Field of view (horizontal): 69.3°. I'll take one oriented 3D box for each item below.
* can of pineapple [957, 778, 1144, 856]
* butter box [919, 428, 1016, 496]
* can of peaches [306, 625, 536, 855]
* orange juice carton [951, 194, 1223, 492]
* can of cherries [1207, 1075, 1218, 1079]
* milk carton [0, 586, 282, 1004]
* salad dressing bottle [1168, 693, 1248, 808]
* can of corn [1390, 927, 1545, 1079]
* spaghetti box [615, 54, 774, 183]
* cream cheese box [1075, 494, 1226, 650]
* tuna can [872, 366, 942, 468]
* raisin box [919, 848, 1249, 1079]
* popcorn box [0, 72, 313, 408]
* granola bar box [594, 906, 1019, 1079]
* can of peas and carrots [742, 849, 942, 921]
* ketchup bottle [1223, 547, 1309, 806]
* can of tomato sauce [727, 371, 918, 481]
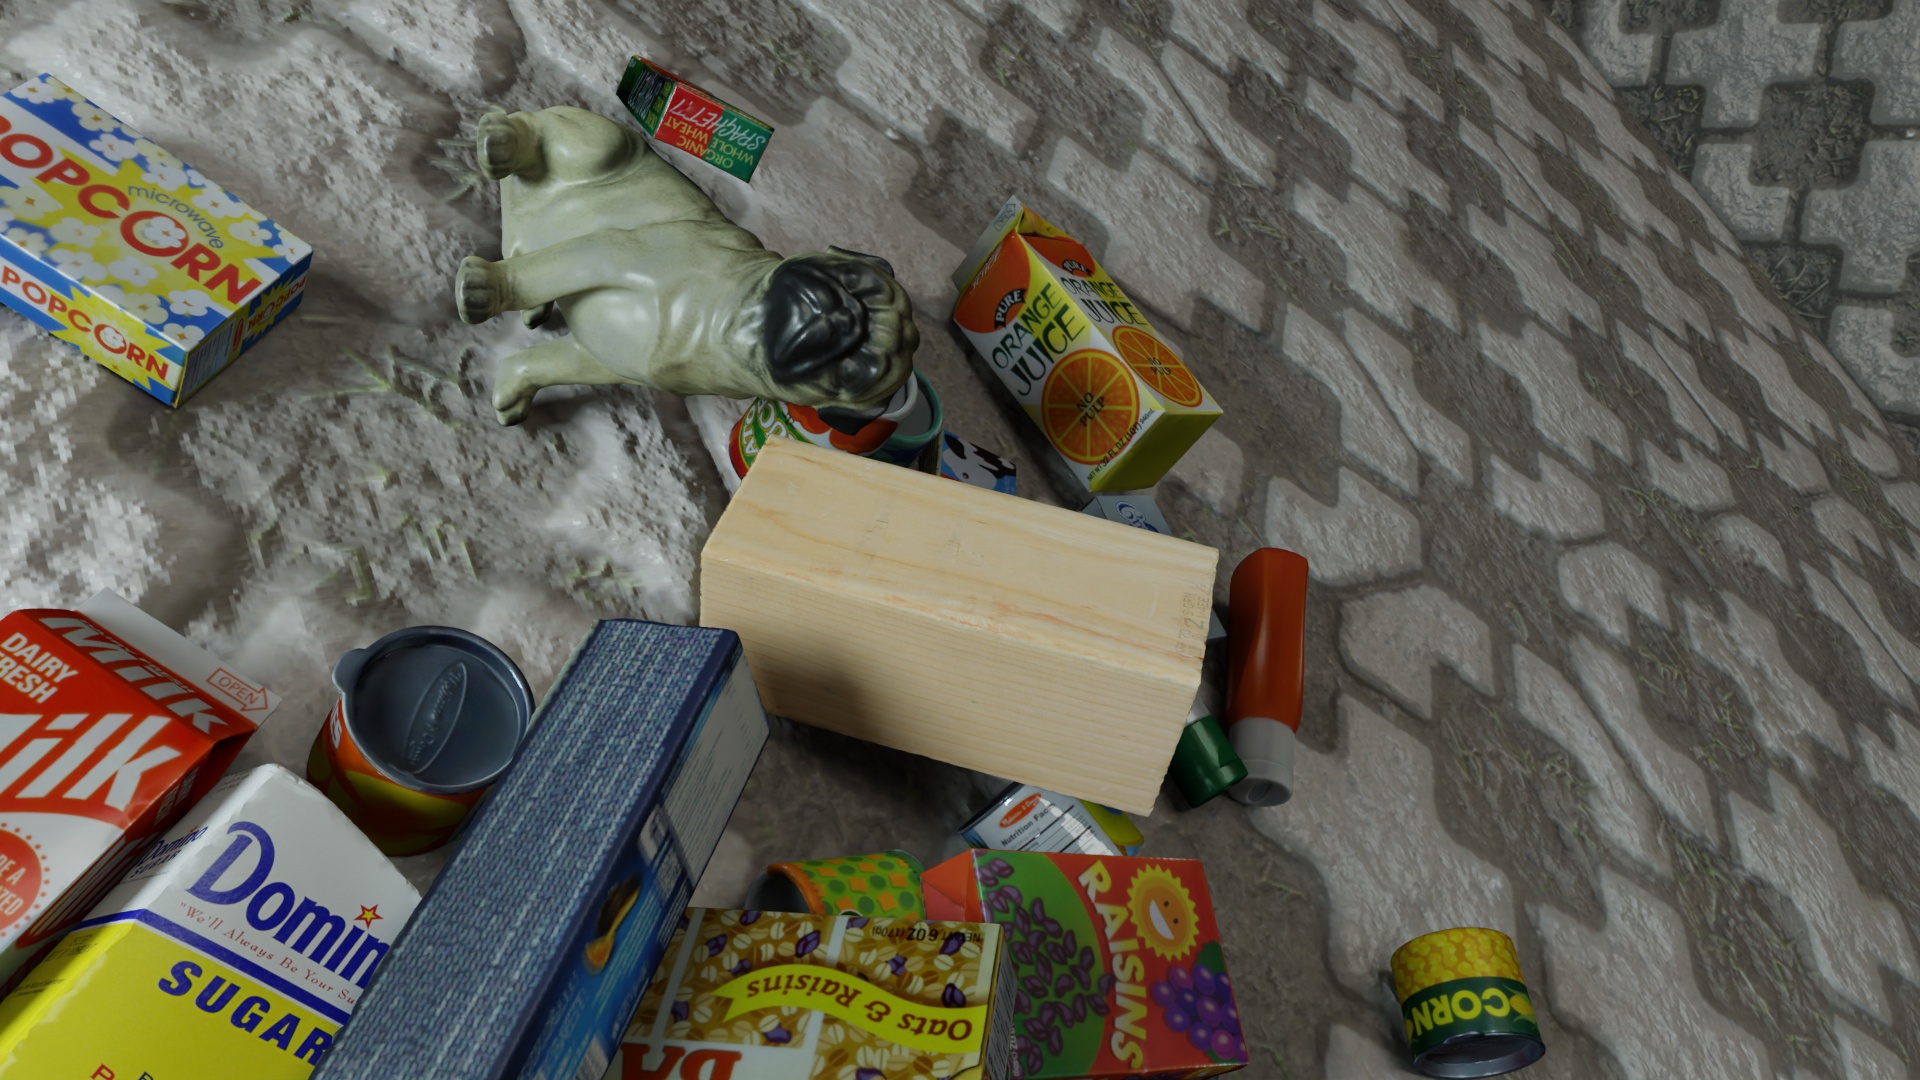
[{"bbox_3d":[0.042,0.136,0.642,0.058,0.070,0.071,51,41,6],"label":"can of pineapple"},{"bbox_3d":[0.003,-0.010,0.763,0.053,0.024,0.104,24,44,-21],"label":"butter box"},{"bbox_3d":[-0.198,0.072,0.503,0.071,0.057,0.071,22,46,-24],"label":"can of peaches"},{"bbox_3d":[0.066,-0.124,0.862,0.073,0.071,0.193,-7,55,-52],"label":"orange juice carton"},{"bbox_3d":[0.067,0.217,0.599,0.071,0.058,0.072,21,46,-24],"label":"can of cherries"},{"bbox_3d":[-0.289,0.091,0.400,0.072,0.073,0.192,37,40,-9],"label":"milk carton"},{"bbox_3d":[0.103,0.073,0.760,0.064,0.043,0.148,-15,67,-44],"label":"salad dressing bottle"},{"bbox_3d":[0.265,0.243,0.732,0.071,0.071,0.058,21,45,-25],"label":"can of corn"},{"bbox_3d":[-0.144,-0.224,0.724,0.050,0.028,0.251,21,13,-24],"label":"spaghetti box"},{"bbox_3d":[0.113,0.021,0.829,0.053,0.024,0.104,-4,59,-43],"label":"cream cheese box"},{"bbox_3d":[-0.043,-0.072,0.772,0.071,0.032,0.071,22,46,-24],"label":"tuna can"},{"bbox_3d":[0.049,0.169,0.543,0.123,0.040,0.086,11,54,-35],"label":"raisin box"},{"bbox_3d":[-0.345,-0.123,0.561,0.126,0.038,0.085,34,41,-12],"label":"popcorn box"},{"bbox_3d":[-0.072,0.183,0.451,0.165,0.038,0.125,-1,44,13],"label":"granola bar box"},{"bbox_3d":[-0.045,0.159,0.547,0.059,0.070,0.071,4,55,-37],"label":"can of peas and carrots"},{"bbox_3d":[0.176,0.079,0.806,0.043,0.064,0.149,13,54,-1],"label":"ketchup bottle"},{"bbox_3d":[-0.071,-0.062,0.701,0.071,0.082,0.071,23,44,-24],"label":"can of tomato sauce"}]
